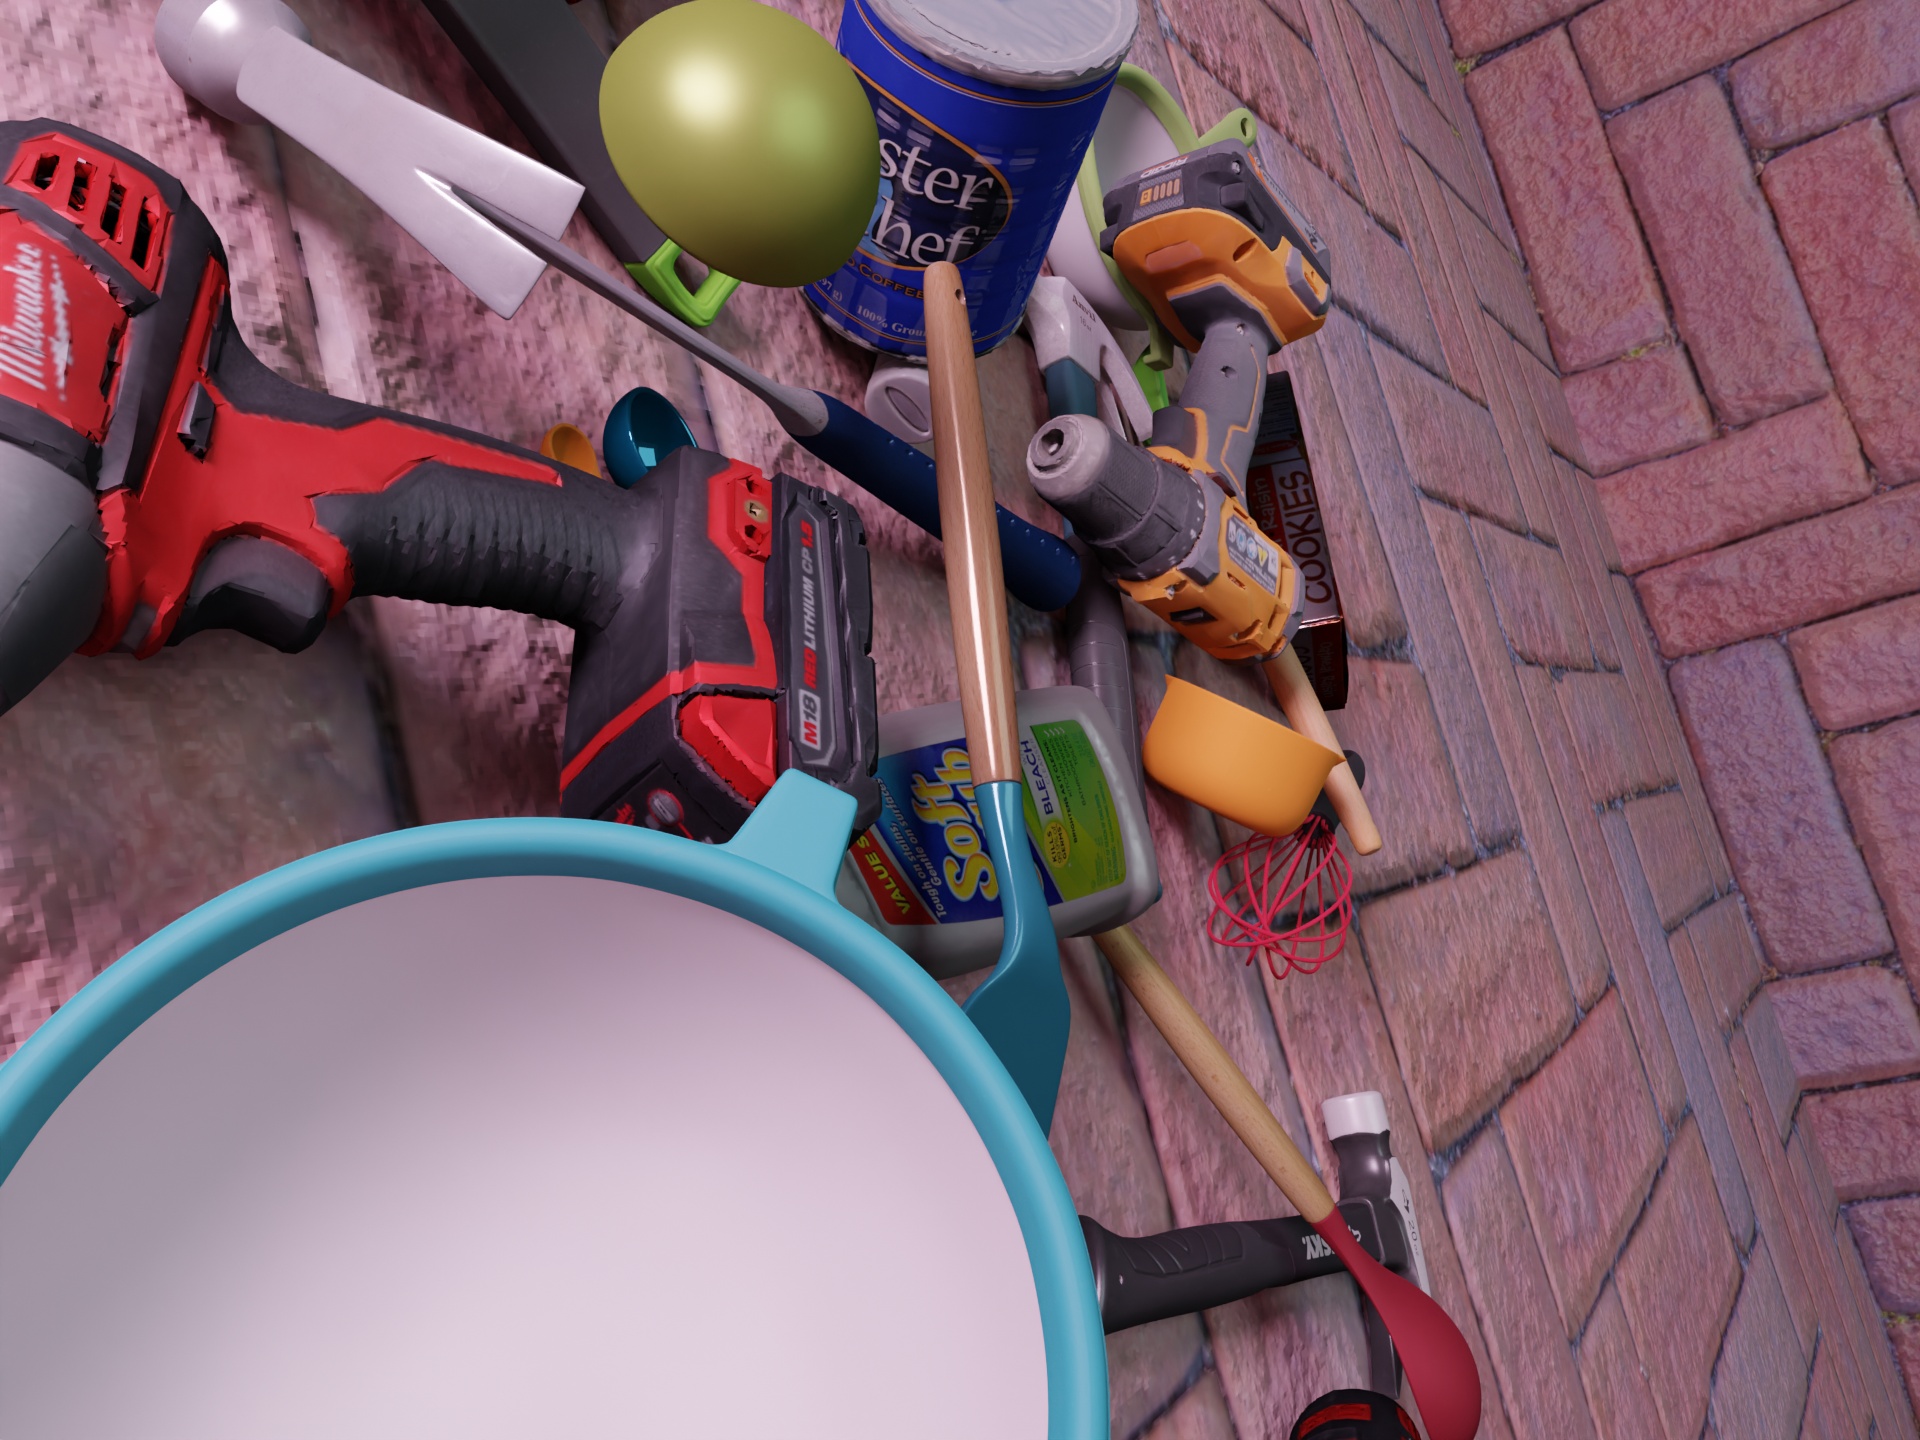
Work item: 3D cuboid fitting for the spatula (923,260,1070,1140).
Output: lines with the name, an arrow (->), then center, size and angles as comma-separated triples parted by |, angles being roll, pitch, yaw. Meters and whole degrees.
spatula -> -0.001, -0.002, 0.502 | 0.082, 0.044, 0.318 | 17, 62, -51

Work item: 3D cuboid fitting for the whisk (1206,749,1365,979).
whisk -> 0.190, 0.066, 0.866 | 0.073, 0.073, 0.296 | 66, 25, -6

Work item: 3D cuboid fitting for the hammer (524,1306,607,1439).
hammer -> 0.016, 0.284, 0.477 | 0.410, 0.038, 0.146 | 48, 35, -33

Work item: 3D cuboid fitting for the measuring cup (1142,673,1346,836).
measuring cup -> 0.138, 0.023, 0.809 | 0.052, 0.095, 0.173 | -64, 170, 1

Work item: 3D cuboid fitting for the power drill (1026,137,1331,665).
power drill -> 0.104, -0.159, 0.752 | 0.185, 0.084, 0.226 | 28, 63, -46

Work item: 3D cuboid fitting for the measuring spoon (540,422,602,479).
measuring spoon -> -0.102, -0.039, 0.505 | 0.116, 0.011, 0.021 | 64, 31, -17

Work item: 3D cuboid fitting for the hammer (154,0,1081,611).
hammer -> -0.057, -0.105, 0.539 | 0.144, 0.035, 0.405 | 37, 7, 31

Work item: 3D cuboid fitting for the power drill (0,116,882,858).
power drill -> -0.127, -0.028, 0.355 | 0.219, 0.078, 0.143 | 23, 47, -34

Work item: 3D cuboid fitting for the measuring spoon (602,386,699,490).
measuring spoon -> -0.083, -0.067, 0.548 | 0.128, 0.021, 0.042 | 43, 34, -53

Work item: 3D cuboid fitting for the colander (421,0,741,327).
colander -> -0.148, -0.256, 0.417 | 0.204, 0.094, 0.396 | -60, 139, -20

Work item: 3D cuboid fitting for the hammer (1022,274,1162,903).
hammer -> 0.061, -0.072, 0.763 | 0.128, 0.033, 0.331 | 28, 50, -48

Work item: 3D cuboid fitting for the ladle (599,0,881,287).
ladle -> -0.068, -0.199, 0.529 | 0.078, 0.062, 0.320 | 37, 14, -19

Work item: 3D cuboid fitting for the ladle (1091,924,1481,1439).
ladle -> 0.137, 0.188, 0.674 | 0.315, 0.031, 0.069 | 53, 24, -9

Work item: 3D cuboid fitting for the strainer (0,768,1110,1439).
strainer -> -0.060, 0.187, 0.287 | 0.211, 0.095, 0.341 | -17, 71, -22

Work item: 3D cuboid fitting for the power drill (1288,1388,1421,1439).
power drill -> 0.182, 0.397, 0.606 | 0.227, 0.080, 0.188 | 68, 15, 1

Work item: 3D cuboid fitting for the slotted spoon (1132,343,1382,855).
slotted spoon -> 0.153, -0.070, 0.858 | 0.070, 0.031, 0.314 | 47, 20, -68

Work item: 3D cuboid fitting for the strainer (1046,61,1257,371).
strainer -> 0.106, -0.304, 0.915 | 0.151, 0.069, 0.256 | 63, 38, -20

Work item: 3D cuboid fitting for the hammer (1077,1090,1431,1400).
hammer -> 0.130, 0.238, 0.689 | 0.334, 0.035, 0.146 | 18, 57, -53
